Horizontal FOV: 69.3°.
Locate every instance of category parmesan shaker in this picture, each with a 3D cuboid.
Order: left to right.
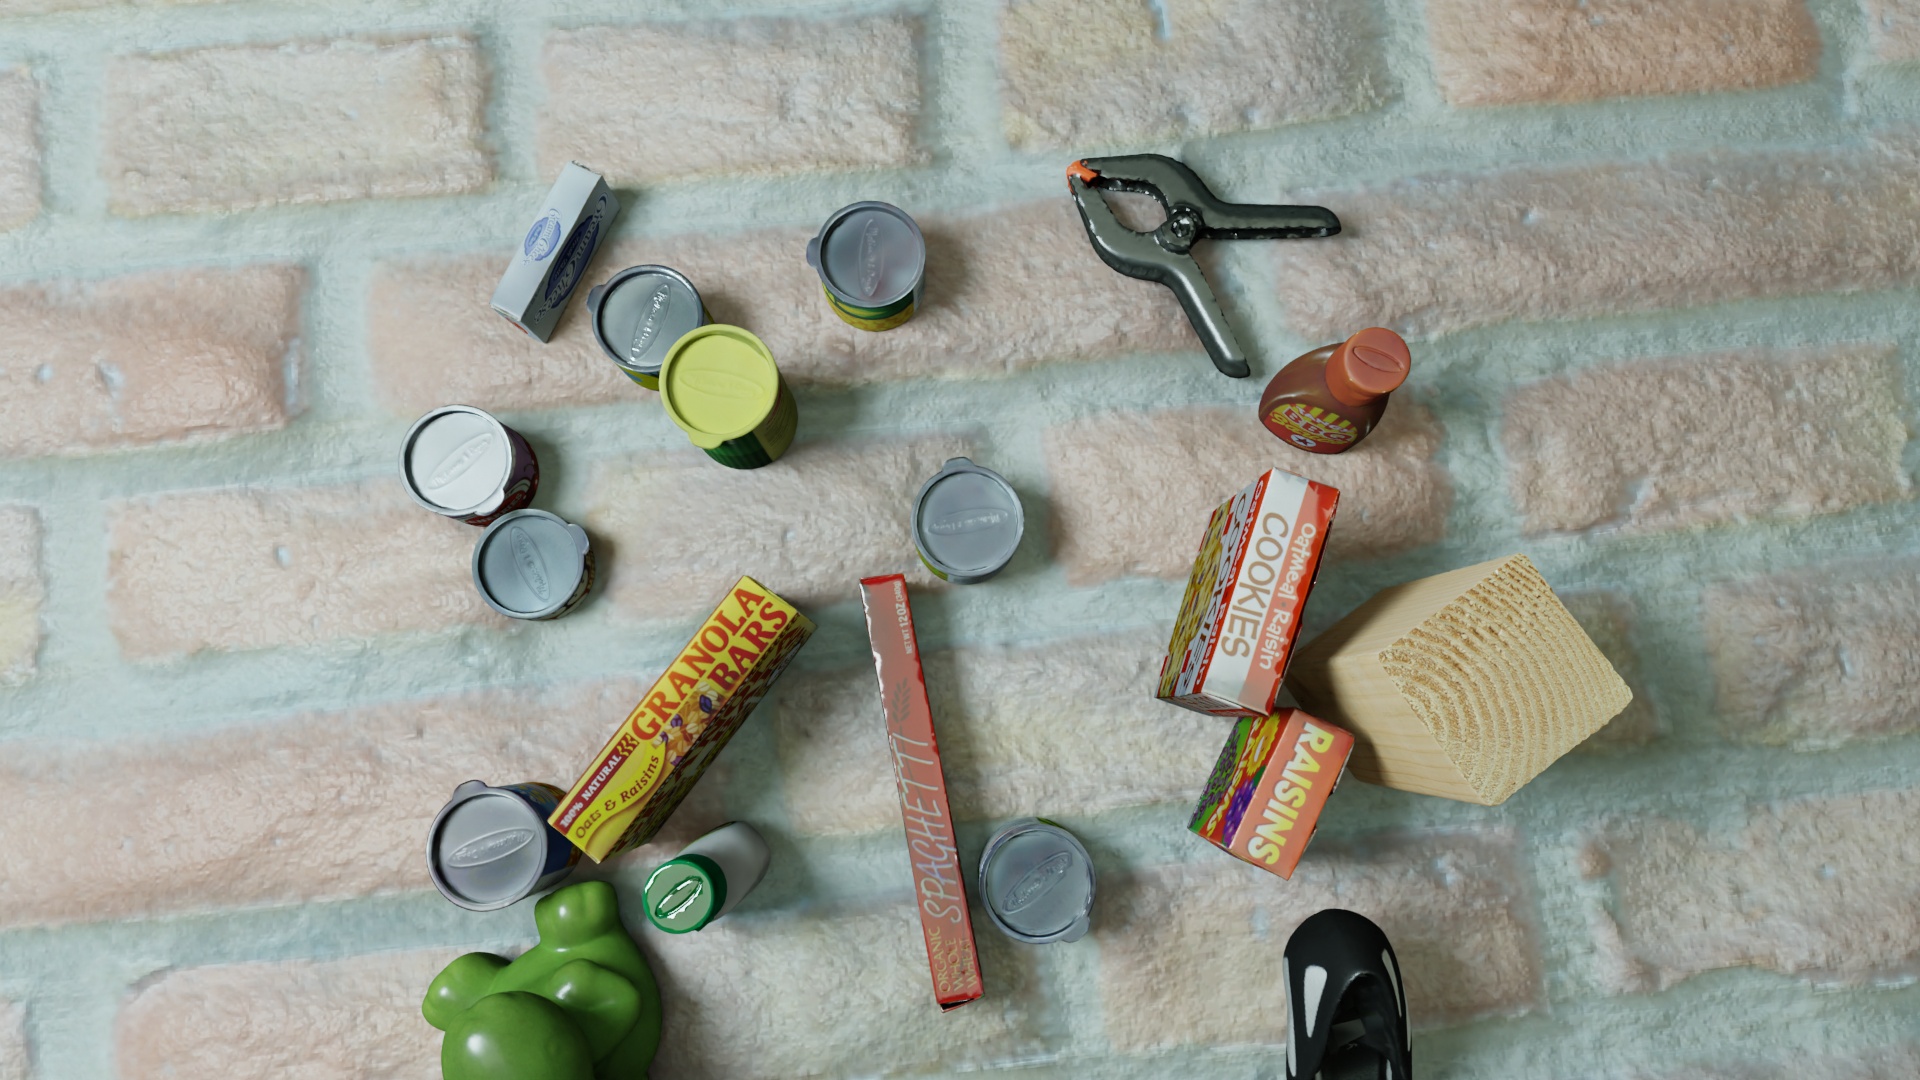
[{"bbox_3d":[-0.135,-0.079,0.818,0.071,0.103,0.071,0,83,-1],"label":"parmesan shaker"}]

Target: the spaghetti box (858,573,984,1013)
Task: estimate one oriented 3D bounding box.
[{"bbox_3d":[-0.023,0.144,0.816,0.029,0.050,0.250,-11,83,-2],"label":"spaghetti box"}]

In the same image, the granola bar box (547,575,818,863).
[{"bbox_3d":[-0.151,0.098,0.783,0.039,0.124,0.166,37,84,4],"label":"granola bar box"}]

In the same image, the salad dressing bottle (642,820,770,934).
[{"bbox_3d":[-0.140,0.185,0.759,0.064,0.147,0.044,-39,85,-5],"label":"salad dressing bottle"}]

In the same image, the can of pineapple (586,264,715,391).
[{"bbox_3d":[-0.186,-0.129,0.847,0.071,0.058,0.071,0,82,-1],"label":"can of pineapple"}]

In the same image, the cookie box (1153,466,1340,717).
[{"bbox_3d":[0.156,0.035,0.775,0.040,0.167,0.123,18,83,2],"label":"cookie box"}]

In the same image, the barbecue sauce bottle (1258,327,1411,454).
[{"bbox_3d":[0.218,-0.087,0.802,0.065,0.148,0.044,24,83,2],"label":"barbecue sauce bottle"}]

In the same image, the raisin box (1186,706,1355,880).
[{"bbox_3d":[0.172,0.139,0.783,0.040,0.123,0.086,27,83,3],"label":"raisin box"}]

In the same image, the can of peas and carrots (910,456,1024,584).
[{"bbox_3d":[0.003,-0.010,0.833,0.071,0.058,0.071,0,83,-1],"label":"can of peas and carrots"}]

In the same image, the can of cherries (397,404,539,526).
[{"bbox_3d":[-0.292,-0.041,0.833,0.071,0.058,0.071,0,82,-1],"label":"can of cherries"}]

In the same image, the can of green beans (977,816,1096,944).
[{"bbox_3d":[0.043,0.196,0.806,0.071,0.057,0.071,0,82,-1],"label":"can of green beans"}]

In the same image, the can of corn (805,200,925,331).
[{"bbox_3d":[-0.057,-0.167,0.854,0.071,0.058,0.071,0,82,-1],"label":"can of corn"}]

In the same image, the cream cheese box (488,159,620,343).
[{"bbox_3d":[-0.248,-0.177,0.855,0.024,0.053,0.104,26,83,2],"label":"cream cheese box"}]

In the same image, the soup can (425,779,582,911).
[{"bbox_3d":[-0.257,0.169,0.792,0.071,0.083,0.071,0,83,-1],"label":"soup can"}]

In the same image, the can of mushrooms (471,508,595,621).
[{"bbox_3d":[-0.254,0.015,0.838,0.071,0.033,0.071,0,82,-1],"label":"can of mushrooms"}]
